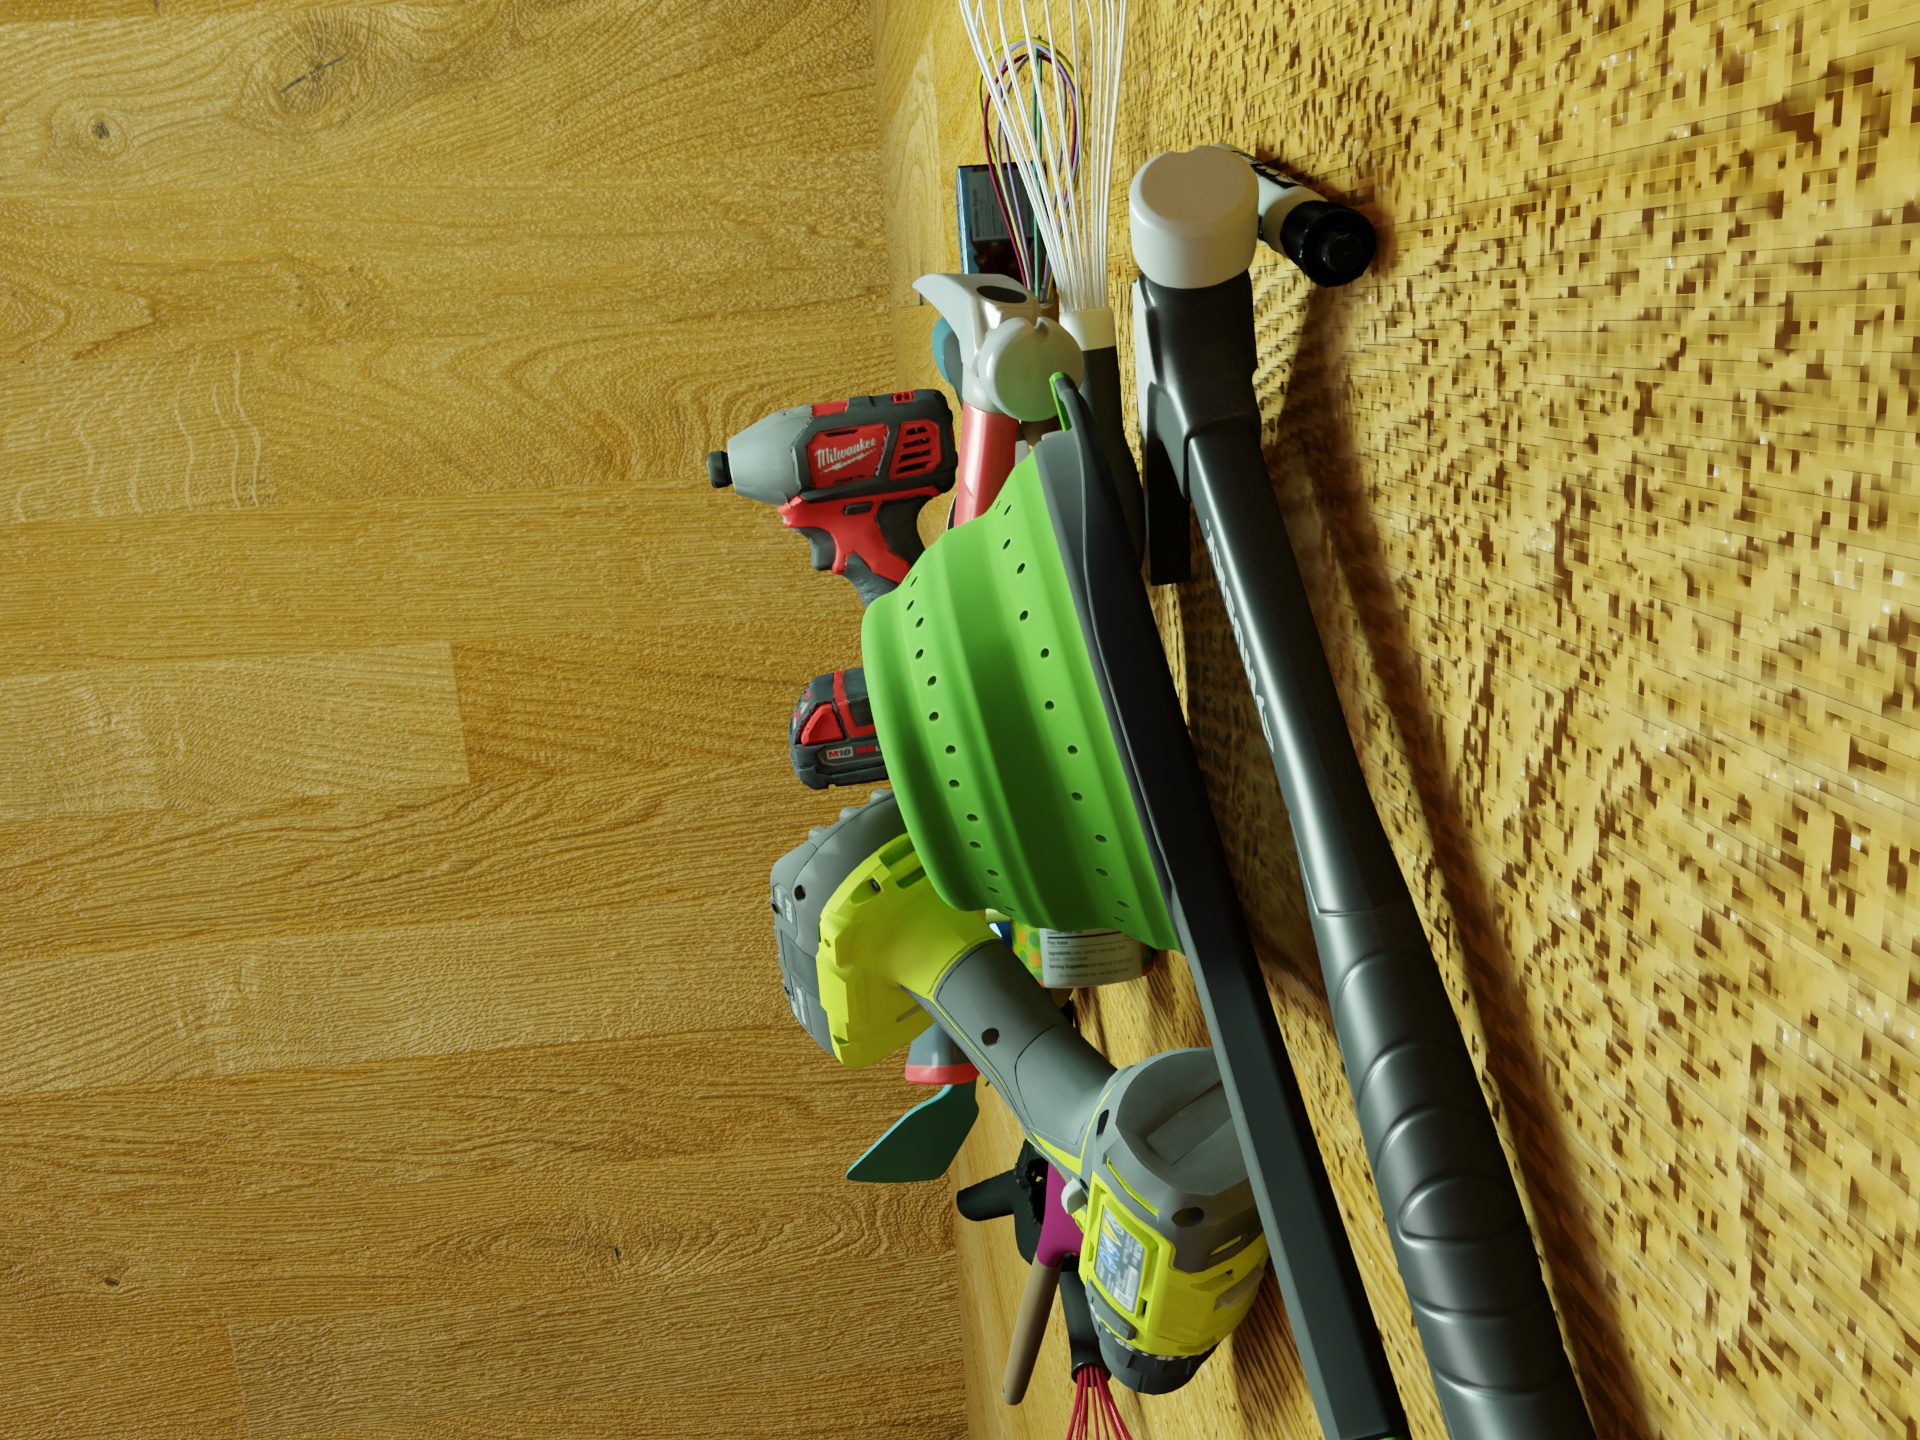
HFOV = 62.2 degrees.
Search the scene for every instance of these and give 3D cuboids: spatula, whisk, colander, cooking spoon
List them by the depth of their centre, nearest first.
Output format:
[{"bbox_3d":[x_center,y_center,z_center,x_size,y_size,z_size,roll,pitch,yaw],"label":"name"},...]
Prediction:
[{"bbox_3d":[0.037,0.062,0.483,0.204,0.094,0.398,66,-171,-49],"label":"colander"},{"bbox_3d":[0.049,-0.192,0.648,0.070,0.070,0.284,-111,12,-76],"label":"whisk"},{"bbox_3d":[0.037,-0.236,0.813,0.244,0.047,0.051,86,176,-53],"label":"whisk"},{"bbox_3d":[0.045,0.305,0.869,0.318,0.017,0.069,97,163,-45],"label":"cooking spoon"},{"bbox_3d":[0.074,0.382,0.887,0.296,0.073,0.073,-92,0,-58],"label":"whisk"},{"bbox_3d":[0.008,0.158,1.027,0.044,0.082,0.317,19,95,52],"label":"spatula"}]

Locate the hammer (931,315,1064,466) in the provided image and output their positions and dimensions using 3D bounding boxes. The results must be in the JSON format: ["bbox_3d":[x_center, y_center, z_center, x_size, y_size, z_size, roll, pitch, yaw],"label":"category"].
[{"bbox_3d":[0.026,-0.136,0.833,0.331,0.033,0.128,-108,3,-54],"label":"hammer"}]

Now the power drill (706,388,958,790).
[{"bbox_3d":[-0.064,-0.078,0.935,0.079,0.143,0.219,-105,7,-71],"label":"power drill"}]

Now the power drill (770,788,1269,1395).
[{"bbox_3d":[0.025,0.148,0.621,0.229,0.080,0.190,42,149,32],"label":"power drill"}]

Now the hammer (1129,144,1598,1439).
[{"bbox_3d":[0.089,0.032,0.375,0.146,0.035,0.335,76,-177,-60],"label":"hammer"}]

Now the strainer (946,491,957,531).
[{"bbox_3d":[0.028,-0.189,0.993,0.087,0.050,0.258,-12,-73,-51],"label":"strainer"}]

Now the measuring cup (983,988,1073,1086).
[{"bbox_3d":[0.045,0.188,1.017,0.062,0.029,0.156,-86,10,-49],"label":"measuring cup"}]

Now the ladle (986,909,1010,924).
[{"bbox_3d":[-0.012,0.114,0.919,0.320,0.062,0.078,-23,68,56],"label":"ladle"}]

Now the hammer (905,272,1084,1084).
[{"bbox_3d":[-0.001,-0.002,0.722,0.143,0.038,0.386,-119,30,-59],"label":"hammer"}]

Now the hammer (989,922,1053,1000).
[{"bbox_3d":[0.015,0.111,0.975,0.144,0.035,0.406,-41,49,27],"label":"hammer"}]
